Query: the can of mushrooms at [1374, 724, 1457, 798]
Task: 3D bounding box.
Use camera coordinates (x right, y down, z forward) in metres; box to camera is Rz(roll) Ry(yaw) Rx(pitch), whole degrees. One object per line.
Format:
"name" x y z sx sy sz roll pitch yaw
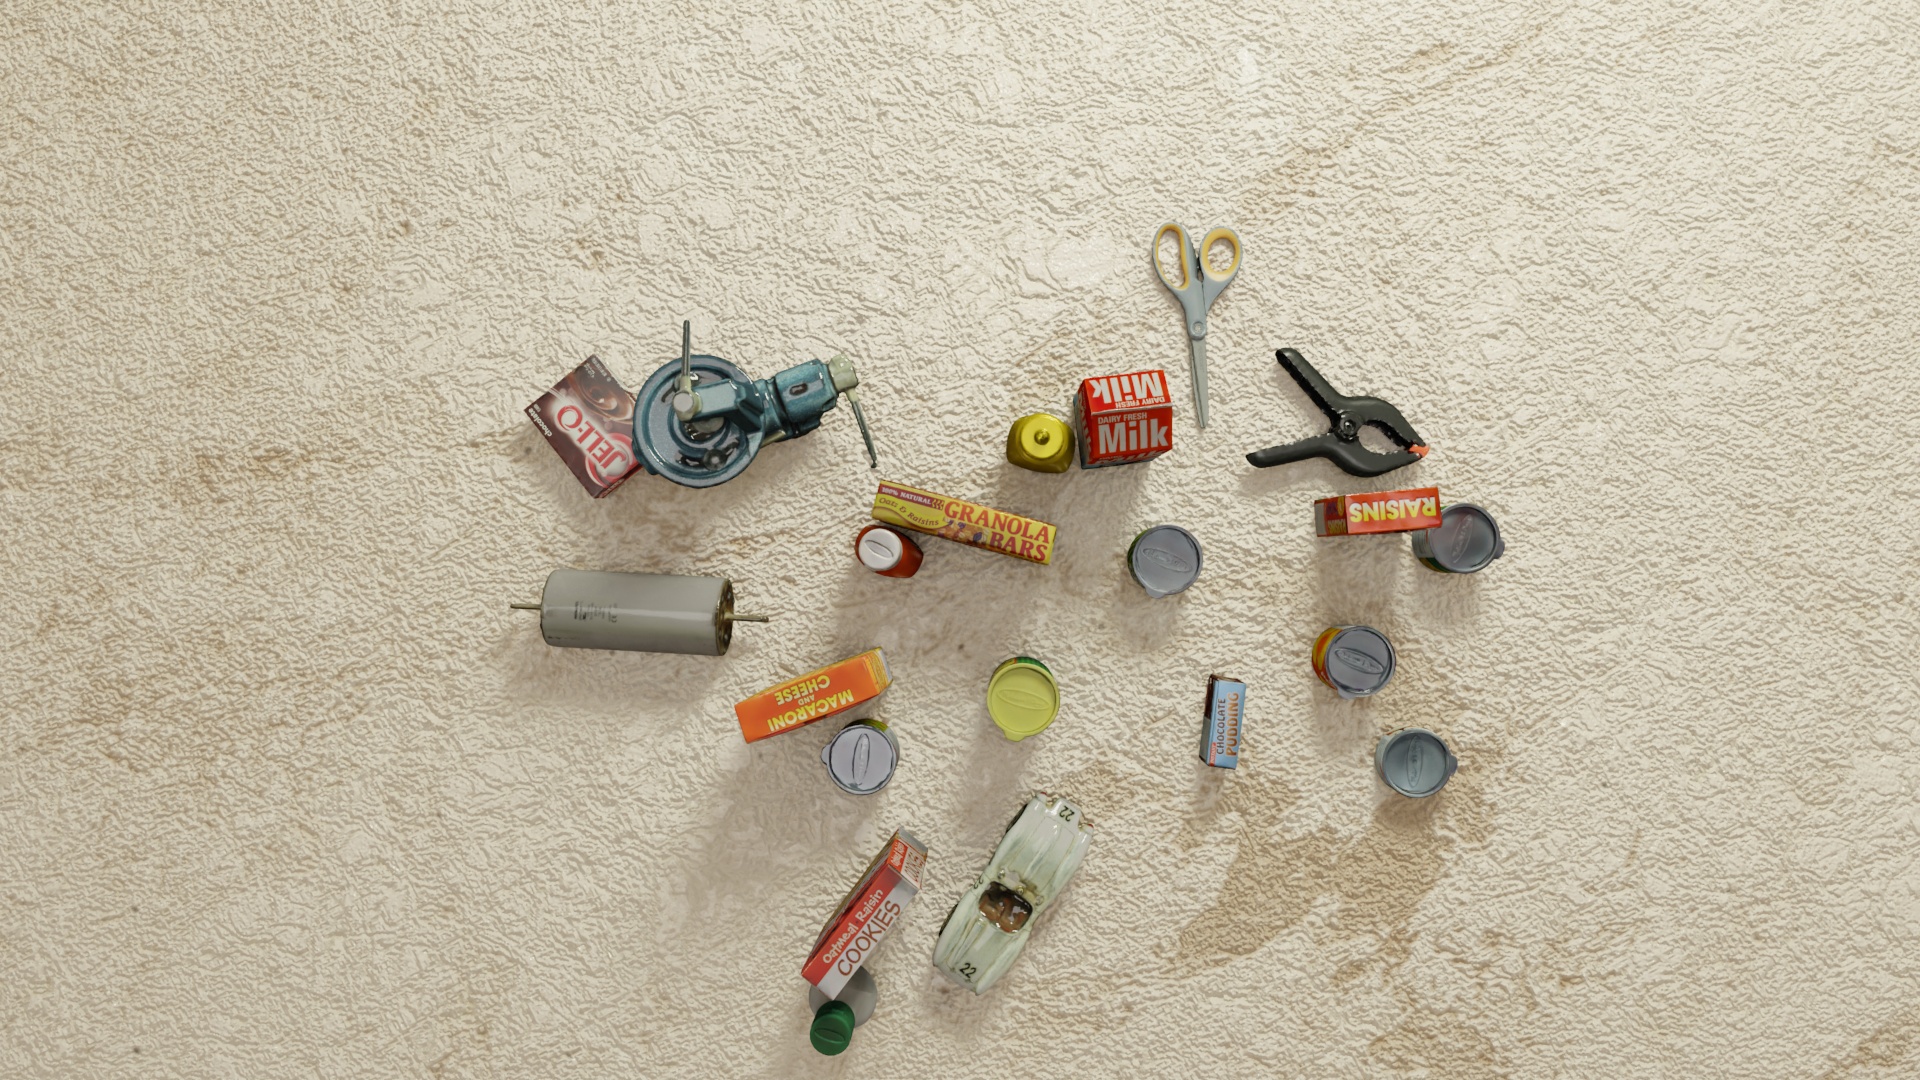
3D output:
"can of mushrooms" 0.433 0.210 1.322 0.071 0.033 0.071 0 88 1

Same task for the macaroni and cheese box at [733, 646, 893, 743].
"macaroni and cheese box" -0.129 0.139 1.270 0.124 0.166 0.040 -21 89 1

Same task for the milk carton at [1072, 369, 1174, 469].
"milk carton" 0.147 -0.109 1.259 0.072 0.190 0.073 -7 89 1

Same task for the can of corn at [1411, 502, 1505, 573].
"can of corn" 0.470 -0.001 1.315 0.071 0.058 0.071 0 89 1

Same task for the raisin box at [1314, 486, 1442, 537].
"raisin box" 0.383 -0.025 1.285 0.086 0.123 0.040 -4 89 1

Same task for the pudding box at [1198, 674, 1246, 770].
"pudding box" 0.249 0.172 1.319 0.030 0.049 0.083 7 89 2

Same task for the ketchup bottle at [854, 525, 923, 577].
"ketchup bottle" -0.069 0.010 1.281 0.065 0.149 0.043 28 90 2

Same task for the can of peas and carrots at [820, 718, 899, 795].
"can of peas and carrots" -0.094 0.205 1.321 0.071 0.058 0.071 0 89 1

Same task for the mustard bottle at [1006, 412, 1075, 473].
"mustard bottle" 0.075 -0.090 1.275 0.065 0.160 0.049 10 89 2

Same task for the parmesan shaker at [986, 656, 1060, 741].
"parmesan shaker" 0.057 0.146 1.297 0.071 0.103 0.071 0 89 1

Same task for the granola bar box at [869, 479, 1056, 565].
"granola bar box" 0.005 -0.016 1.292 0.166 0.124 0.039 15 89 2

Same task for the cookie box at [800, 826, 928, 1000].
"cookie box" -0.084 0.334 1.263 0.040 0.167 0.123 37 90 2

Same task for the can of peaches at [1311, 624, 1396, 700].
"can of peaches" 0.370 0.115 1.314 0.071 0.058 0.071 0 89 1

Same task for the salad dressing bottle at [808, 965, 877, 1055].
"salad dressing bottle" -0.111 0.427 1.270 0.064 0.147 0.044 17 89 2

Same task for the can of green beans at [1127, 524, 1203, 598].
"can of green beans" 0.194 0.018 1.321 0.071 0.058 0.071 0 89 1
